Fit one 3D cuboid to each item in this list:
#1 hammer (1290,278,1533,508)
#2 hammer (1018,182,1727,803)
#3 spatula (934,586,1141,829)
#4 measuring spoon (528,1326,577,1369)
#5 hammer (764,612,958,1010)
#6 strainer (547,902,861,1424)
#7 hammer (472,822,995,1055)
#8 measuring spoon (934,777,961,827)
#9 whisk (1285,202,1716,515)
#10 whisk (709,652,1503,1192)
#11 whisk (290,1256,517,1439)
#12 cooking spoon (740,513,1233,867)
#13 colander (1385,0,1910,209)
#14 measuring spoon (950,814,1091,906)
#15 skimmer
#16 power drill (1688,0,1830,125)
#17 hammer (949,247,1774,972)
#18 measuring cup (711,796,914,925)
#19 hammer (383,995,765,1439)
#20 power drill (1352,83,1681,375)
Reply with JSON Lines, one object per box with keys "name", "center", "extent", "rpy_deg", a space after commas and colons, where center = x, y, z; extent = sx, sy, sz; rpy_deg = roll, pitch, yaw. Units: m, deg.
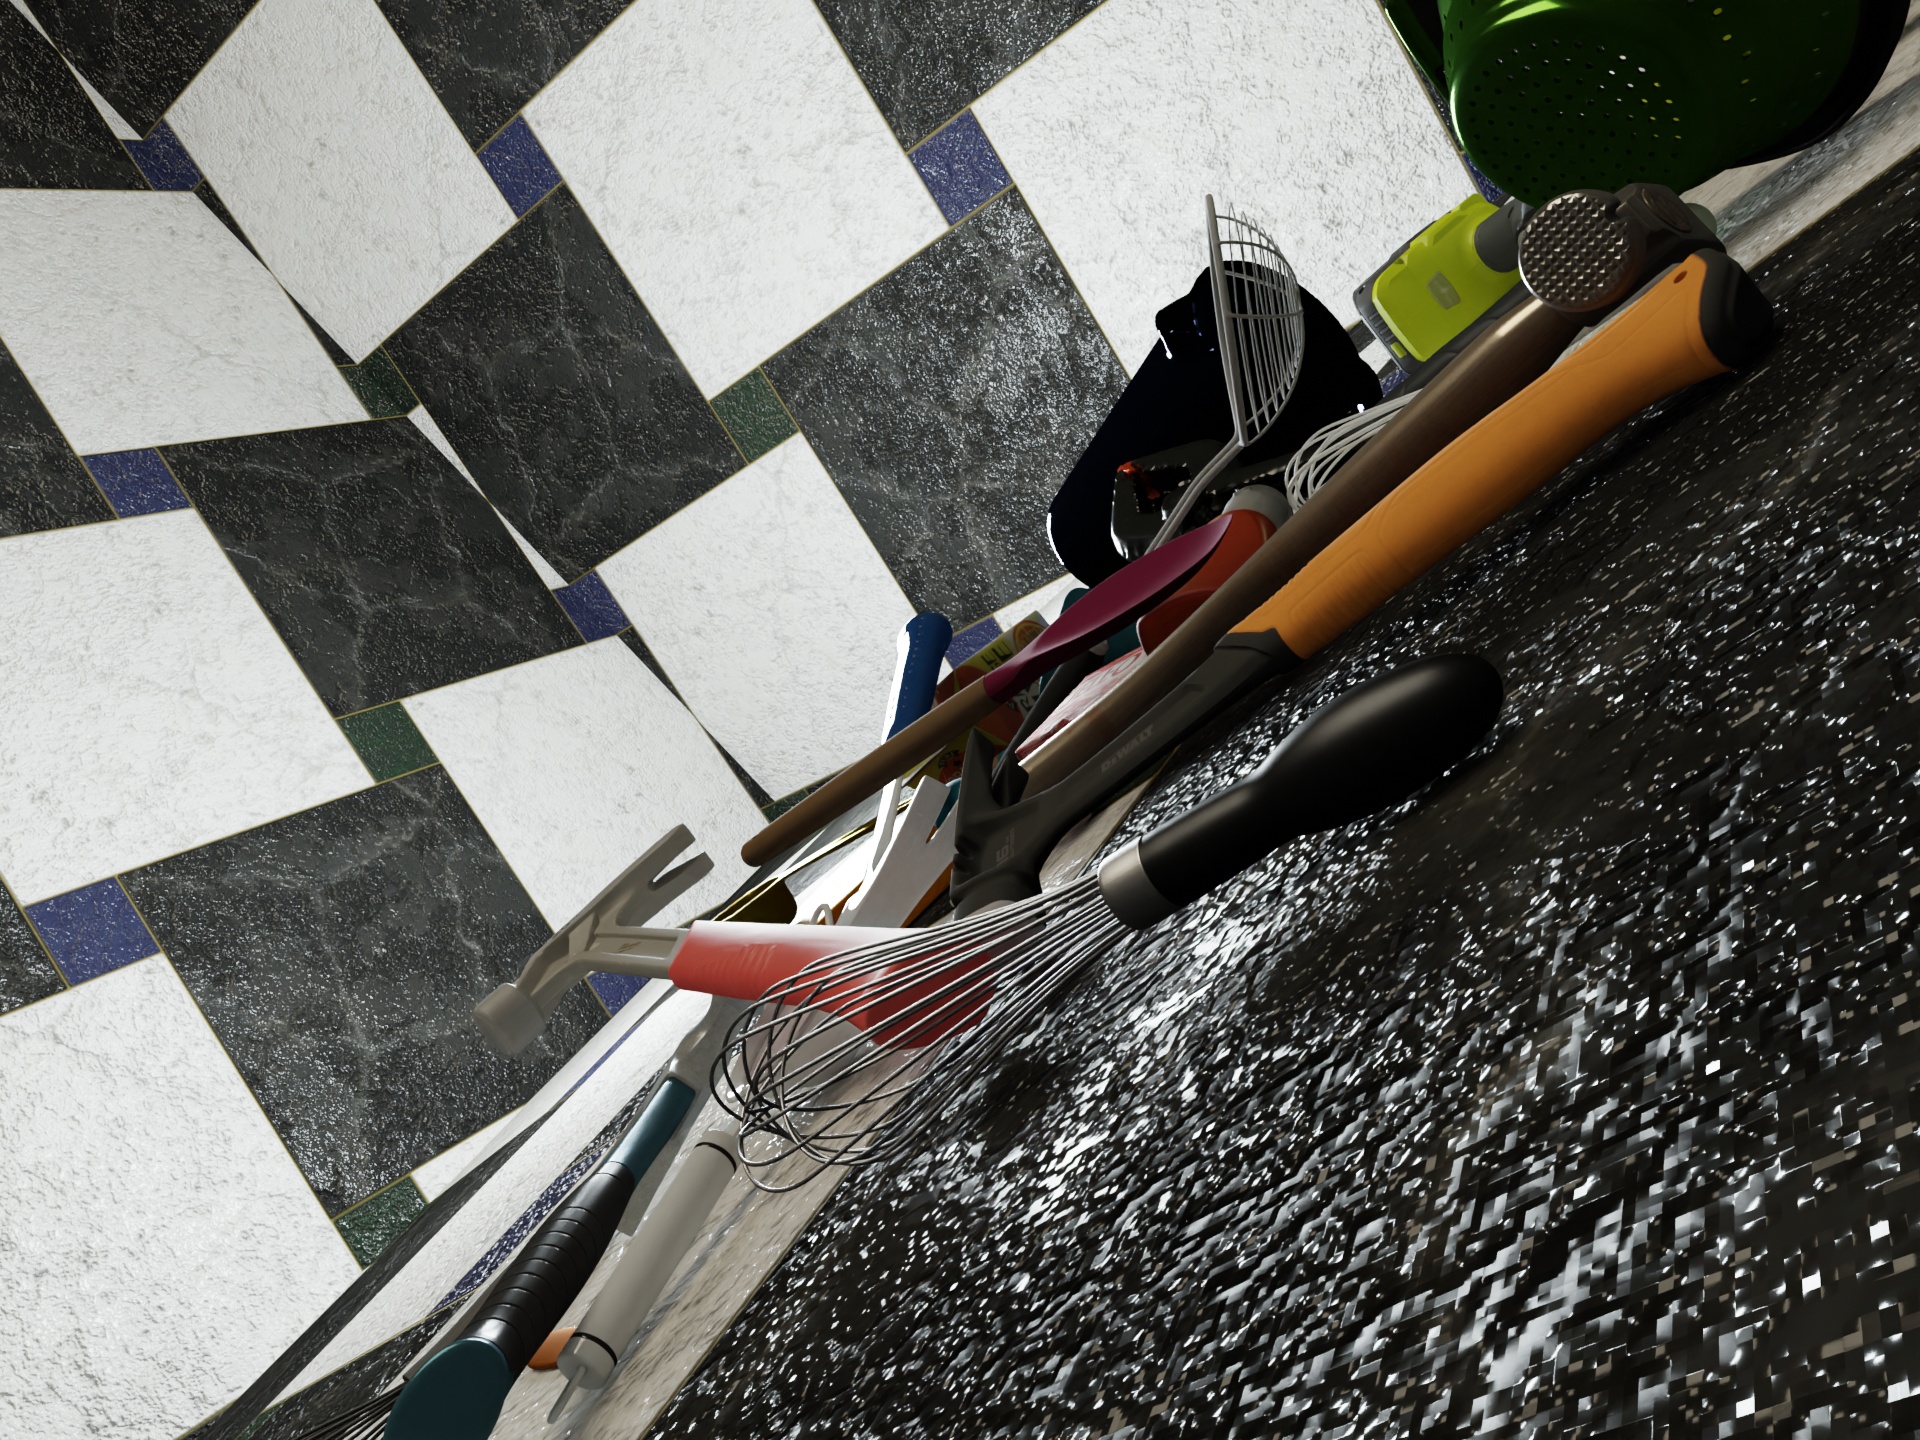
{"name": "hammer", "center": [0.218, -0.147, 0.991], "extent": [0.409, 0.036, 0.149], "rpy_deg": [-41, 5, 37]}
{"name": "hammer", "center": [0.139, -0.063, 0.682], "extent": [0.146, 0.038, 0.410], "rpy_deg": [-20, -20, -49]}
{"name": "spatula", "center": [0.014, 0.033, 1.040], "extent": [0.082, 0.044, 0.317], "rpy_deg": [12, -42, -36]}
{"name": "measuring spoon", "center": [-0.162, 0.251, 0.645], "extent": [0.021, 0.011, 0.117], "rpy_deg": [-45, 4, -34]}
{"name": "hammer", "center": [-0.031, 0.019, 0.904], "extent": [0.144, 0.035, 0.406], "rpy_deg": [-54, 11, 21]}
{"name": "strainer", "center": [-0.091, 0.168, 0.632], "extent": [0.087, 0.050, 0.258], "rpy_deg": [-46, 7, 39]}
{"name": "hammer", "center": [-0.094, 0.096, 0.685], "extent": [0.149, 0.036, 0.359], "rpy_deg": [-44, 19, -30]}
{"name": "measuring spoon", "center": [0.031, 0.029, 0.911], "extent": [0.128, 0.021, 0.042], "rpy_deg": [-28, 1, 36]}
{"name": "whisk", "center": [0.250, -0.164, 0.767], "extent": [0.246, 0.057, 0.059], "rpy_deg": [-36, 41, 44]}
{"name": "whisk", "center": [0.027, 0.059, 0.449], "extent": [0.284, 0.070, 0.070], "rpy_deg": [-36, 6, 30]}
{"name": "whisk", "center": [-0.252, 0.308, 0.736], "extent": [0.239, 0.055, 0.055], "rpy_deg": [-41, 1, -36]}
{"name": "cooking spoon", "center": [-0.001, -0.002, 0.714], "extent": [0.319, 0.017, 0.069], "rpy_deg": [-34, 12, 37]}
{"name": "colander", "center": [0.318, -0.283, 0.602], "extent": [0.397, 0.204, 0.094], "rpy_deg": [-1, 54, 59]}
{"name": "measuring spoon", "center": [0.028, 0.065, 0.751], "extent": [0.034, 0.018, 0.124], "rpy_deg": [-14, -23, -37]}
{"name": "skimmer", "center": [0.080, -0.106, 0.885], "extent": [0.363, 0.090, 0.127], "rpy_deg": [-59, 9, 25]}
{"name": "power drill", "center": [0.463, -0.389, 0.752], "extent": [0.190, 0.080, 0.228], "rpy_deg": [-45, 6, -17]}
{"name": "hammer", "center": [0.123, -0.042, 0.562], "extent": [0.337, 0.034, 0.127], "rpy_deg": [-39, 23, 24]}
{"name": "measuring cup", "center": [-0.083, 0.095, 0.961], "extent": [0.156, 0.029, 0.062], "rpy_deg": [-32, 5, 4]}
{"name": "hammer", "center": [-0.146, 0.195, 0.641], "extent": [0.128, 0.033, 0.331], "rpy_deg": [-59, 0, 8]}
{"name": "power drill", "center": [0.356, -0.309, 1.010], "extent": [0.171, 0.080, 0.223], "rpy_deg": [-41, 5, -20]}
